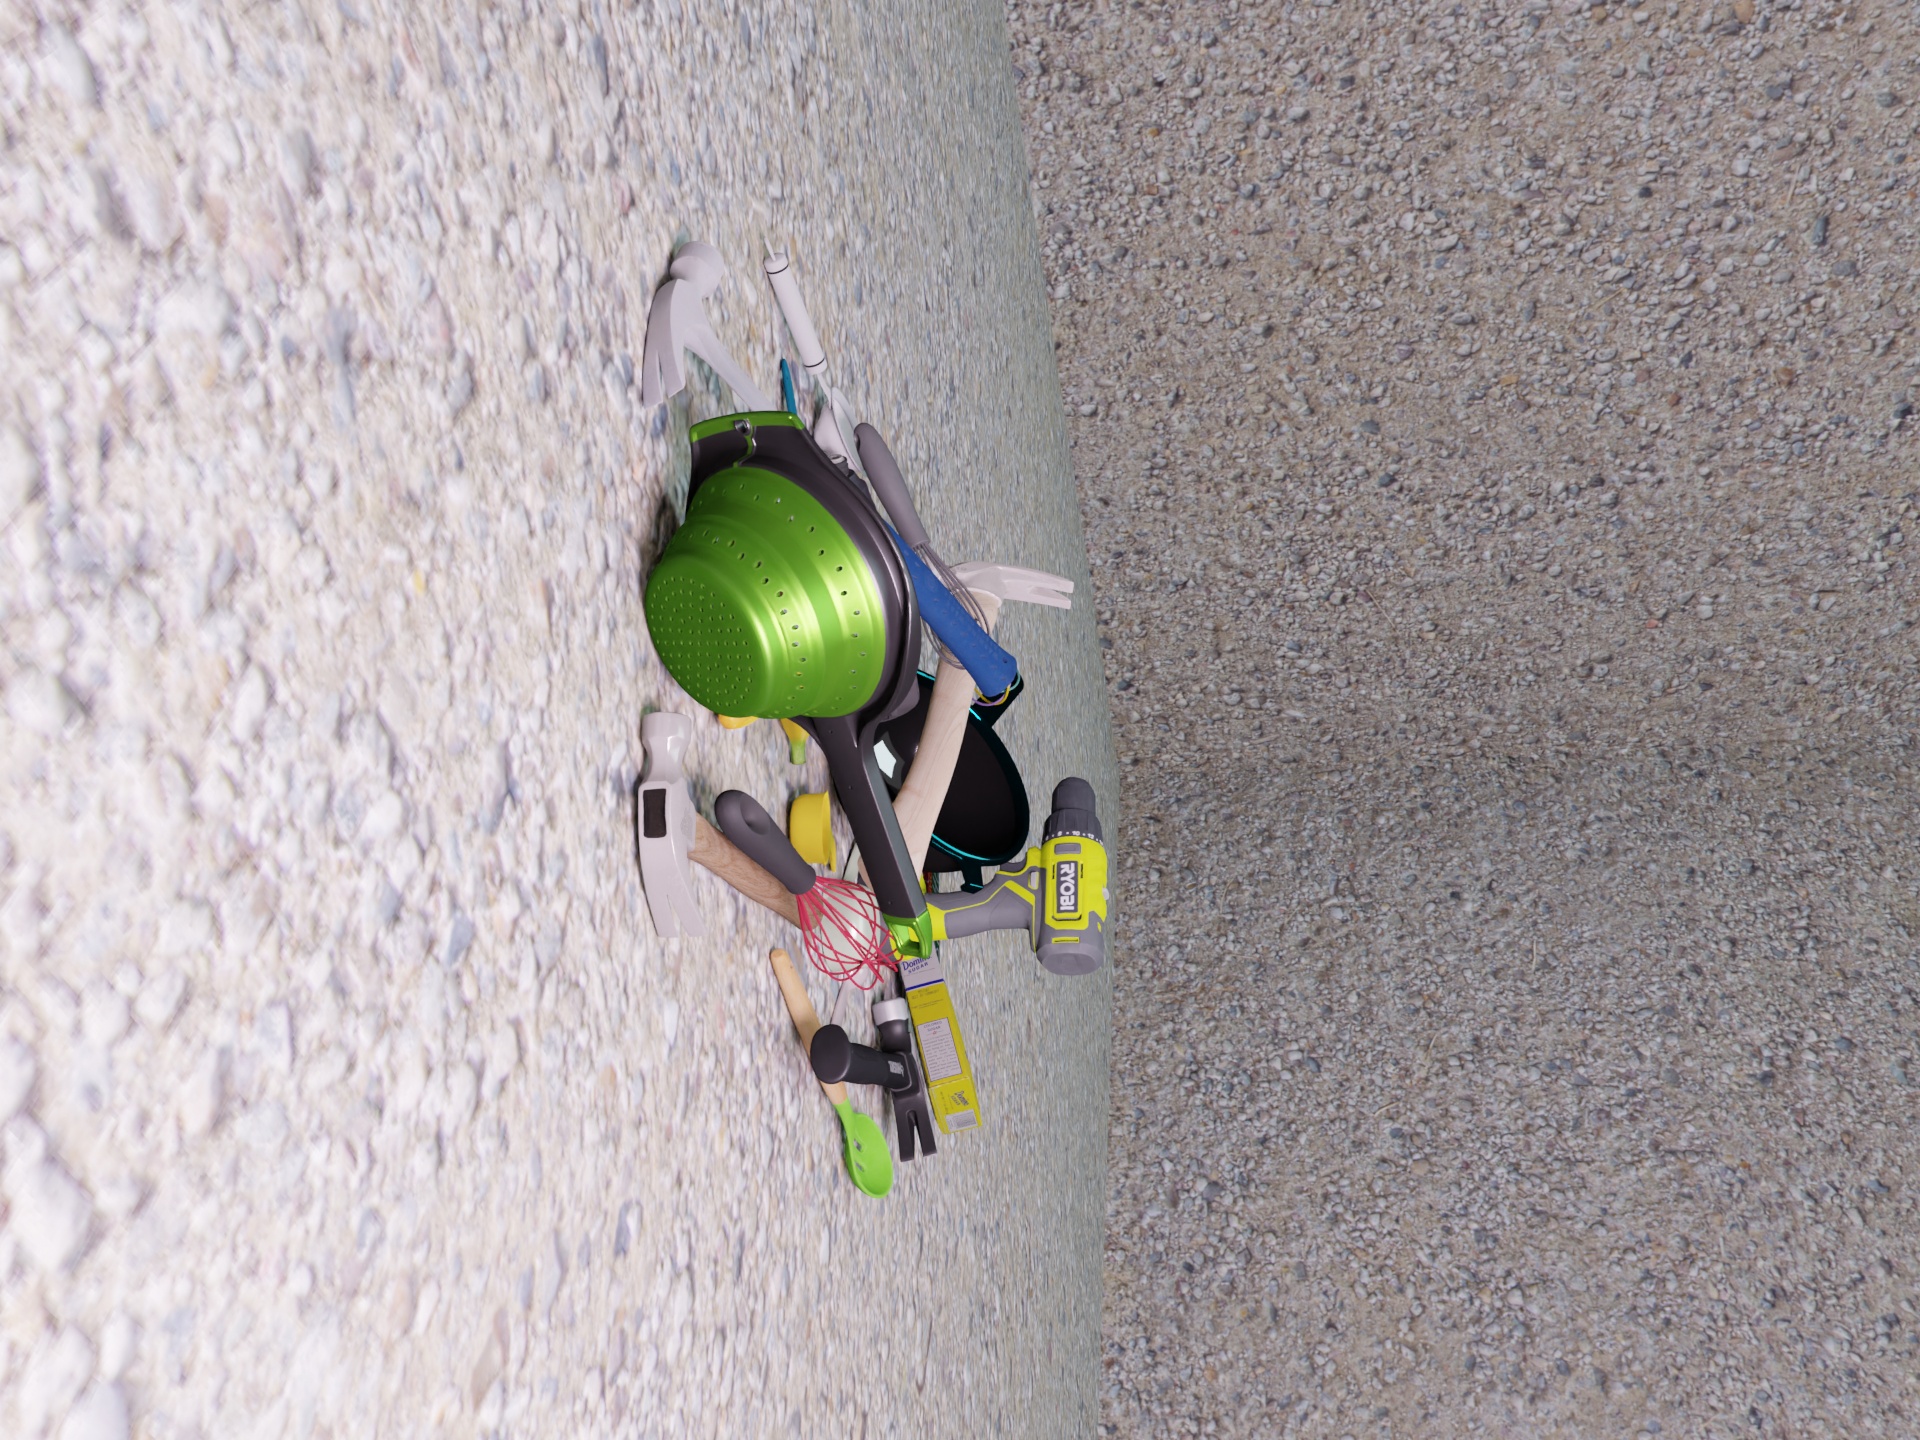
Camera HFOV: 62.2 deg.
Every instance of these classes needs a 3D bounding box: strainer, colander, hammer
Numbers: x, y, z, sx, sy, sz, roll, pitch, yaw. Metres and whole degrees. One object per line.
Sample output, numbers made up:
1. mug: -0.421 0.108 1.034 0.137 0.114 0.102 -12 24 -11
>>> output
1. strainer: -0.023 0.036 1.480 0.211 0.095 0.340 48 28 -4
2. colander: -0.107 0.004 1.030 0.094 0.204 0.396 -36 118 -40
3. strainer: -0.124 -0.300 1.371 0.087 0.050 0.258 -97 169 -48
4. hammer: -0.072 0.294 1.327 0.334 0.035 0.146 61 15 -74
5. hammer: -0.153 0.104 1.106 0.331 0.031 0.130 57 31 -69
6. hammer: -0.083 -0.152 1.154 0.405 0.035 0.144 47 36 -34
7. hammer: -0.002 -0.004 1.354 0.411 0.146 0.038 -74 171 -47

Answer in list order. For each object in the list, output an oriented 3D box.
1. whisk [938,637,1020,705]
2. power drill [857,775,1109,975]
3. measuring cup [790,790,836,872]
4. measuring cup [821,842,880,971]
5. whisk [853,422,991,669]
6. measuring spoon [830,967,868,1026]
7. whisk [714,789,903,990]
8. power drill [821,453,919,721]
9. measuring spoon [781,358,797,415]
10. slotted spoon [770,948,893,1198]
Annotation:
1. whisk: -0.020 -0.102 1.516 0.245 0.051 0.047 50 -17 34
2. power drill: 0.025 0.144 1.490 0.080 0.228 0.191 71 19 -55
3. measuring cup: -0.120 0.102 1.318 0.156 0.029 0.062 91 -1 -71
4. measuring cup: -0.086 0.152 1.411 0.168 0.038 0.083 -75 159 -53
5. whisk: -0.037 -0.150 1.369 0.239 0.055 0.055 65 9 7
6. measuring spoon: -0.097 0.248 1.381 0.124 0.018 0.034 -77 160 -54
7. whisk: -0.105 0.121 1.126 0.295 0.073 0.073 58 29 -56
8. power drill: -0.088 -0.111 1.332 0.223 0.080 0.171 -102 -178 -59
9. measuring spoon: -0.146 -0.243 1.314 0.042 0.021 0.129 58 21 -67
10. slotted spoon: -0.106 0.291 1.301 0.070 0.031 0.313 -85 164 -48
